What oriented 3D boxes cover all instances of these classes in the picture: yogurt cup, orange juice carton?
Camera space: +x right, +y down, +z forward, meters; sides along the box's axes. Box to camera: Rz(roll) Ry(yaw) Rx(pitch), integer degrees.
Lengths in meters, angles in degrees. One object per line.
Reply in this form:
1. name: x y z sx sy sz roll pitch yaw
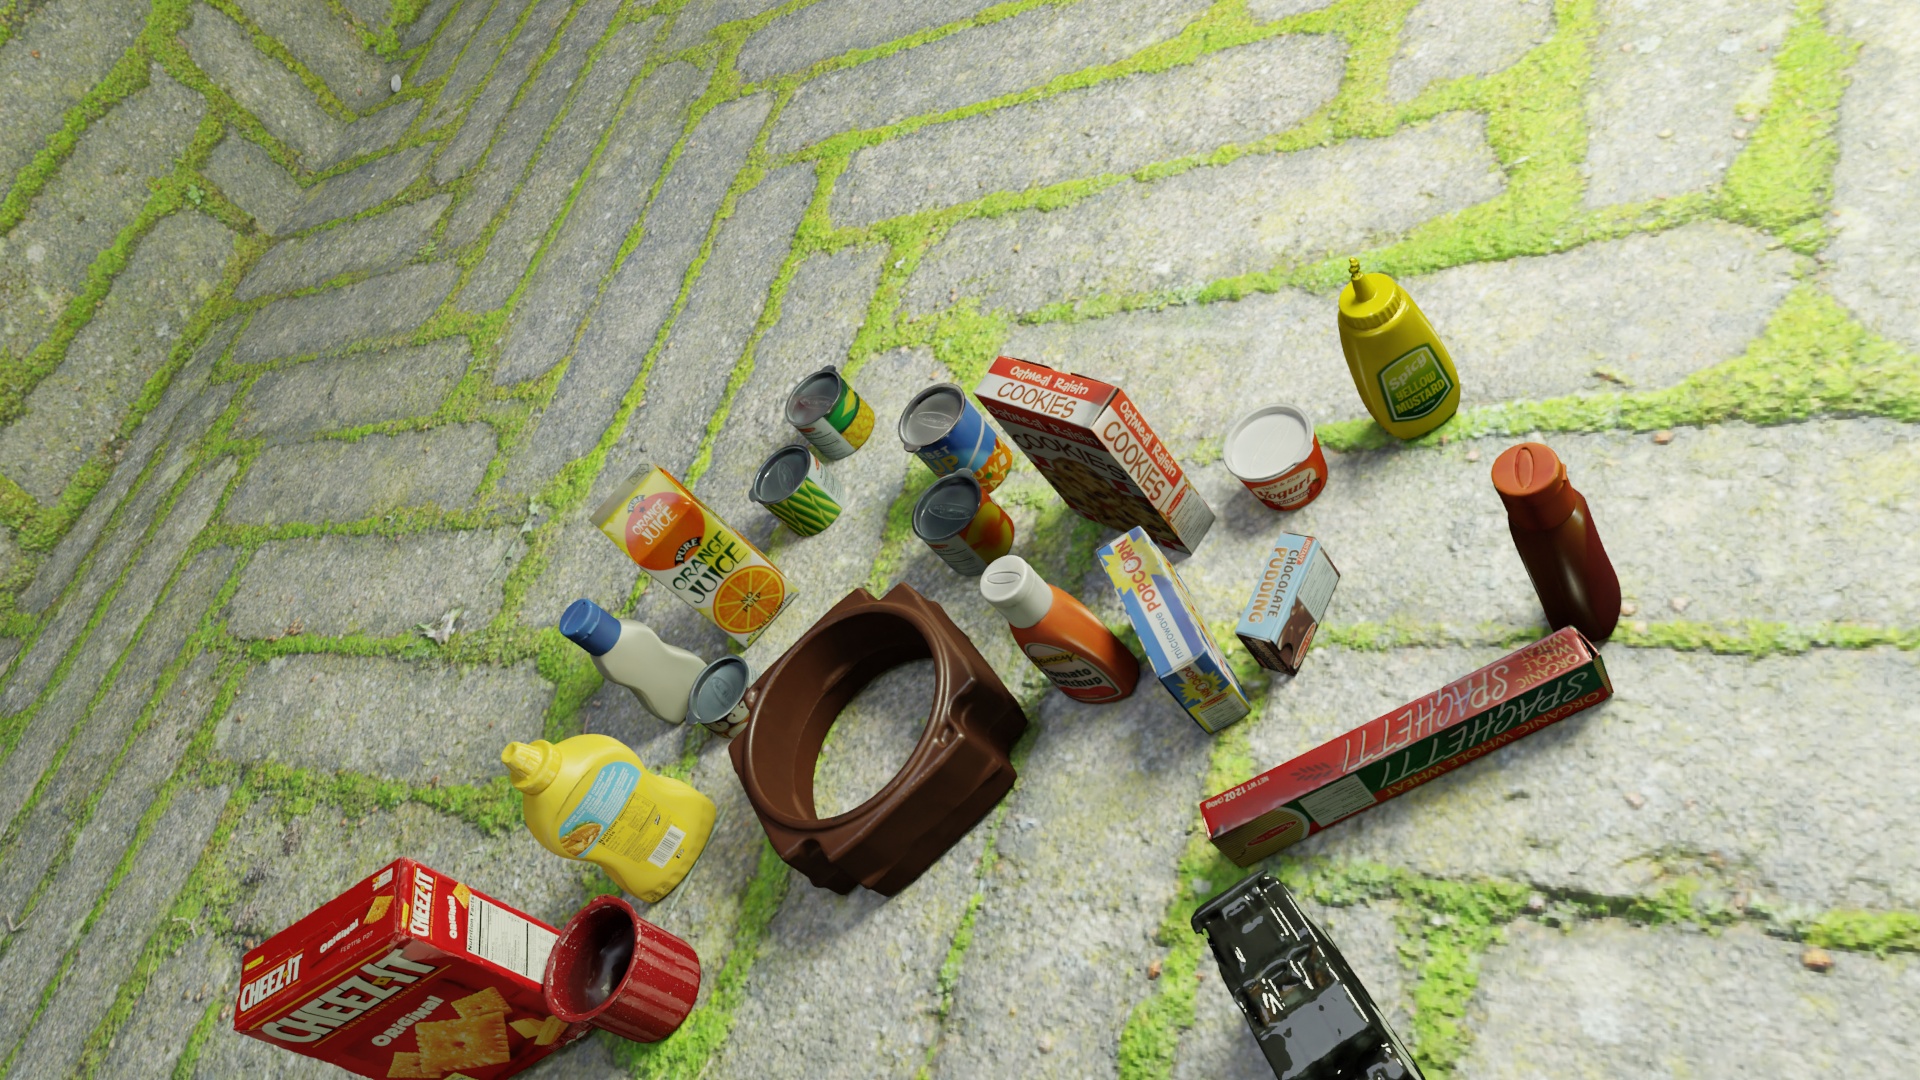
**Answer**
1. yogurt cup: 0.231 -0.058 1.007 0.072 0.054 0.073 -20 47 24
2. orange juice carton: -0.234 0.007 1.207 0.072 0.192 0.073 -47 42 -3

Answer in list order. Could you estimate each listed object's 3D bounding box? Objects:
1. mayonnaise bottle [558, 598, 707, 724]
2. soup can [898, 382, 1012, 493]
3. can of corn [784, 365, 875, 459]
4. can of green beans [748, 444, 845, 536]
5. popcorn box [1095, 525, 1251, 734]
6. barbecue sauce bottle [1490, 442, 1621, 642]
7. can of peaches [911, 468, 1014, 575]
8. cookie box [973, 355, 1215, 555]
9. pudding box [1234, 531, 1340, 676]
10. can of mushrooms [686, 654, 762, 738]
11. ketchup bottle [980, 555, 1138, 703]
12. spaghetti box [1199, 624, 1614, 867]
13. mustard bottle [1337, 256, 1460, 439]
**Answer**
1. mayonnaise bottle: -0.282 0.101 1.202 0.041 0.147 0.065 21 72 45
2. soup can: -0.005 -0.081 1.183 0.071 0.083 0.072 -20 47 24
3. can of corn: -0.123 -0.122 1.323 0.071 0.058 0.071 -20 47 24
4. can of green beans: -0.148 -0.046 1.283 0.071 0.057 0.071 -20 47 24
5. popcorn box: 0.146 0.061 0.955 0.038 0.085 0.127 -33 43 12
6. barbecue sauce bottle: 0.346 -0.001 0.805 0.043 0.148 0.065 -9 53 33
7. can of peaches: 0.004 -0.014 1.142 0.071 0.058 0.071 -20 47 24
8. cookie box: 0.100 -0.063 1.027 0.123 0.167 0.040 22 73 45
9. pudding box: 0.222 0.042 0.938 0.030 0.049 0.084 11 65 42
10. can of mushrooms: -0.201 0.136 1.197 0.071 0.033 0.071 -20 47 24
11. ketchup bottle: 0.066 0.062 0.967 0.064 0.148 0.044 -5 55 35
12. spaghetti box: 0.266 0.127 0.837 0.249 0.050 0.029 -30 44 15
13. mustard bottle: 0.290 -0.134 0.944 0.065 0.160 0.049 -34 43 12
